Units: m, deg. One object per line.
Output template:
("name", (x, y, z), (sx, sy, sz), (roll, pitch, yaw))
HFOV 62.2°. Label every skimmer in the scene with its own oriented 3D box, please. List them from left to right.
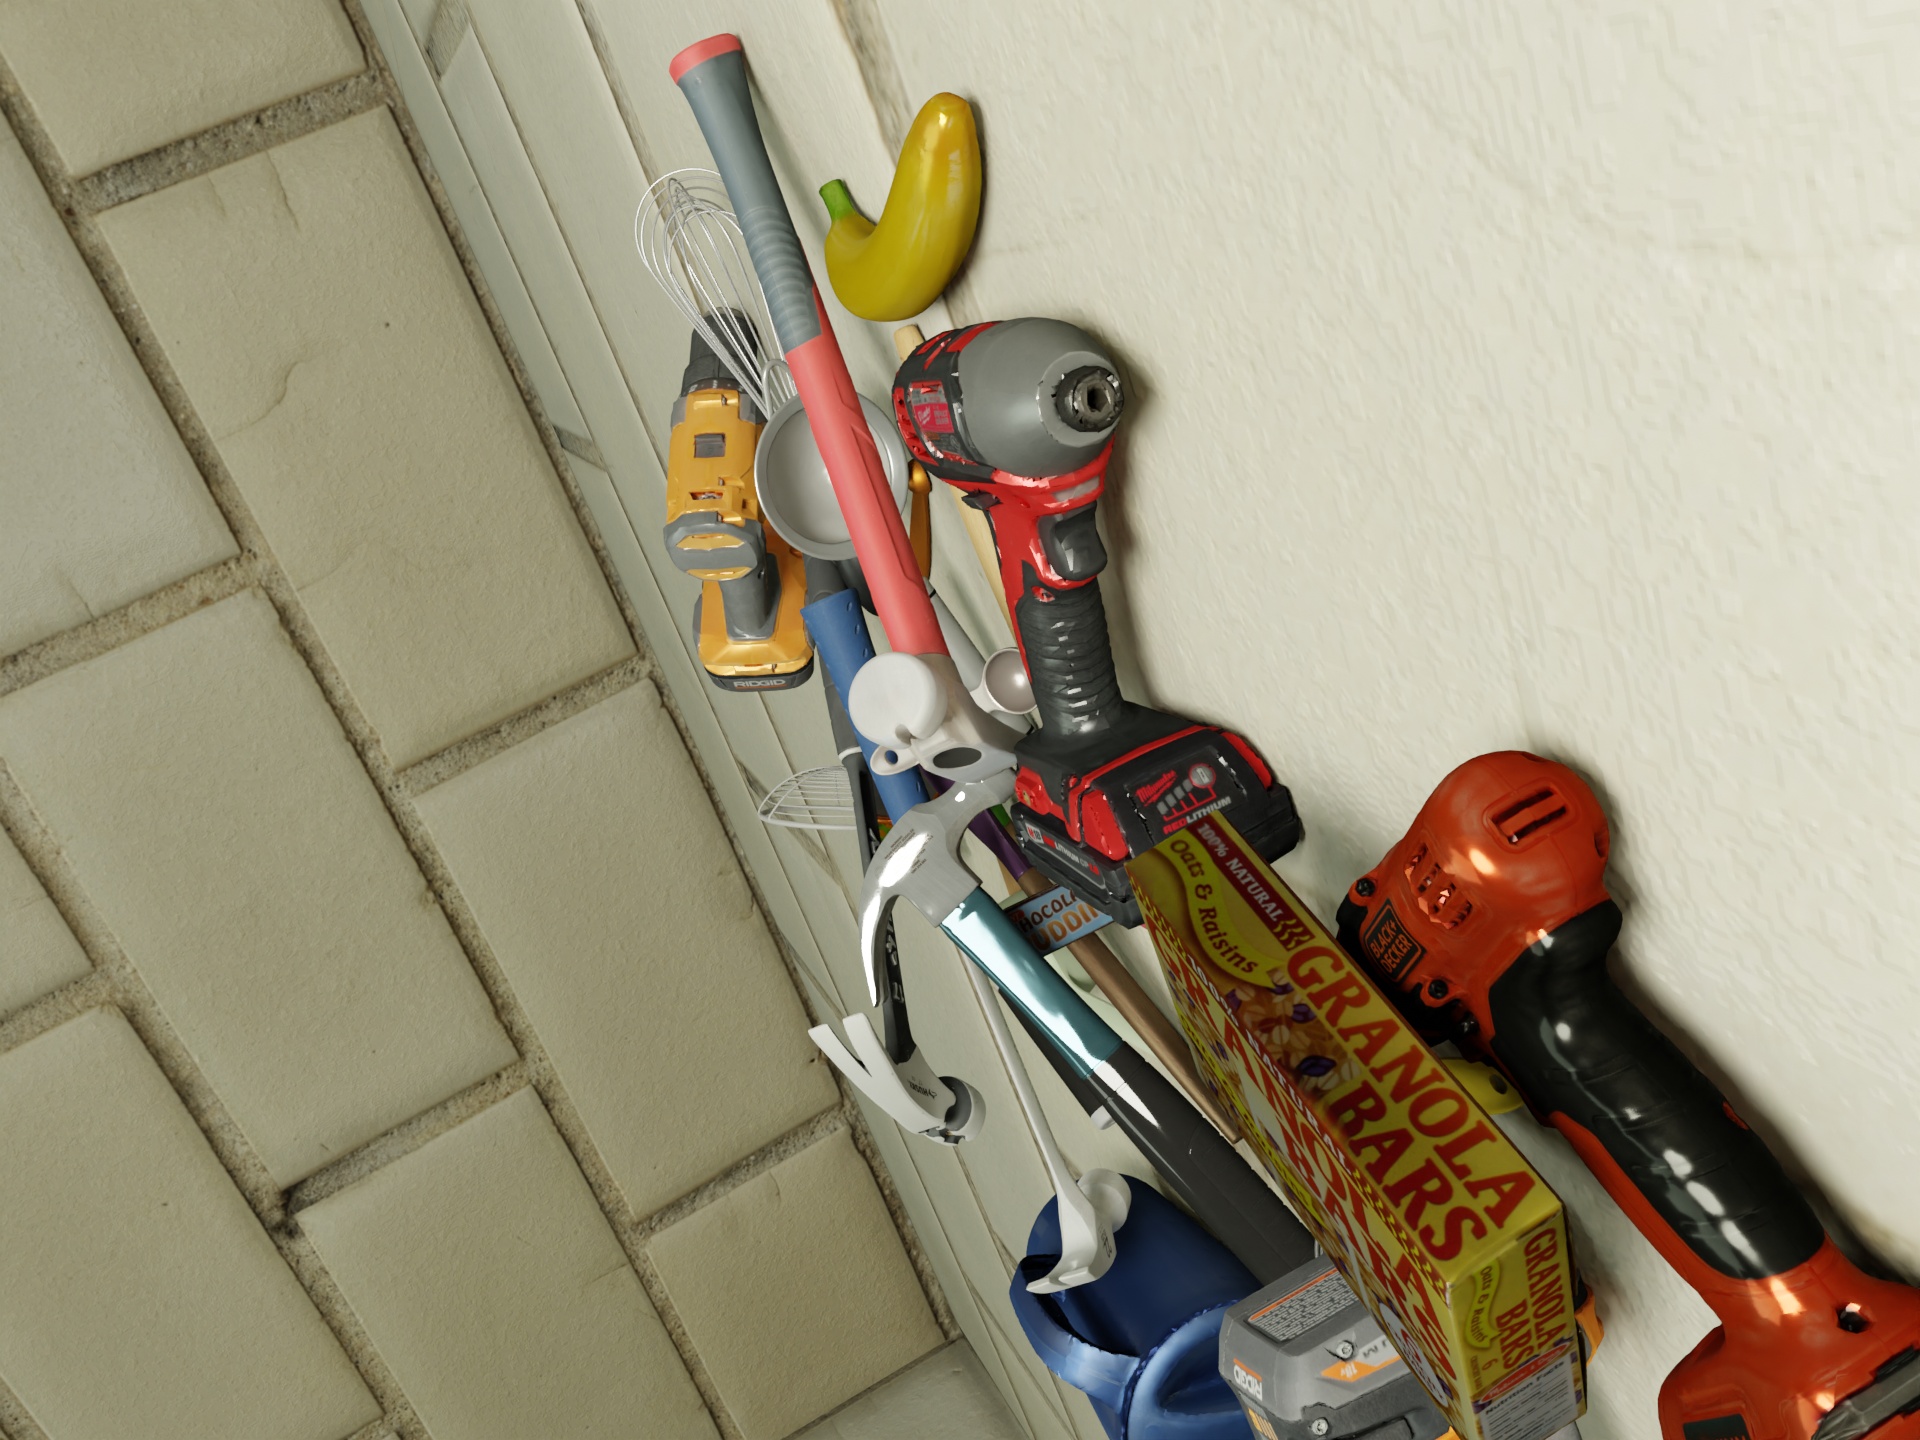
("skimmer", (-0.016, 0.161, 1.151), (0.364, 0.127, 0.090), (51, 120, 27))

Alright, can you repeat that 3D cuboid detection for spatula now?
("spatula", (0.053, 0.106, 0.886), (0.316, 0.018, 0.059), (49, 161, 25))

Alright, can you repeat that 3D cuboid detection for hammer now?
("hammer", (-0.057, -0.153, 0.738), (0.143, 0.038, 0.387), (24, -137, -65))
("hammer", (-0.061, 0.033, 0.922), (0.149, 0.036, 0.409), (46, -153, -56))
("hammer", (0.001, 0.121, 0.882), (0.405, 0.035, 0.144), (68, -165, -2))
("hammer", (0.079, 0.171, 0.759), (0.331, 0.128, 0.033), (46, -177, 9))

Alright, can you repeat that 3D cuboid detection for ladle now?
("ladle", (0.036, -0.036, 0.742), (0.315, 0.031, 0.069), (67, 169, -5))

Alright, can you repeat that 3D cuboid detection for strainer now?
("strainer", (-0.029, -0.070, 0.815), (0.258, 0.087, 0.050), (54, 156, -15))

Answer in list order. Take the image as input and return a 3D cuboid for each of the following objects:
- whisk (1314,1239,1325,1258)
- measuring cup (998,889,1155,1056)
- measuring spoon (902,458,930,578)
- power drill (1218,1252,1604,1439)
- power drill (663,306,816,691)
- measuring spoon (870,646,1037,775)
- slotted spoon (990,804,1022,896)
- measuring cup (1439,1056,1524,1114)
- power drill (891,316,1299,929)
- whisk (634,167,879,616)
("whisk", (0.217, 0.286, 0.622), (0.239, 0.055, 0.055), (56, 165, 13))
("measuring cup", (0.080, 0.151, 0.917), (0.168, 0.038, 0.083), (26, 136, 41))
("measuring spoon", (-0.026, -0.104, 0.869), (0.021, 0.011, 0.116), (58, 165, 21))
("power drill", (0.177, 0.297, 0.542), (0.226, 0.164, 0.084), (65, 167, 3))
("power drill", (-0.146, -0.141, 1.051), (0.226, 0.084, 0.185), (85, -178, -63))
("measuring spoon", (-0.001, -0.003, 0.817), (0.124, 0.018, 0.034), (-31, 91, 36))
("slotted spoon", (0.030, 0.081, 0.974), (0.070, 0.031, 0.313), (30, 147, 52))
("measuring cup", (0.164, 0.130, 0.592), (0.062, 0.029, 0.156), (64, 155, 1))
("power drill", (0.046, -0.043, 0.595), (0.143, 0.078, 0.219), (25, 137, 68))
("whisk", (-0.104, -0.182, 0.927), (0.284, 0.070, 0.070), (64, 167, -23))
